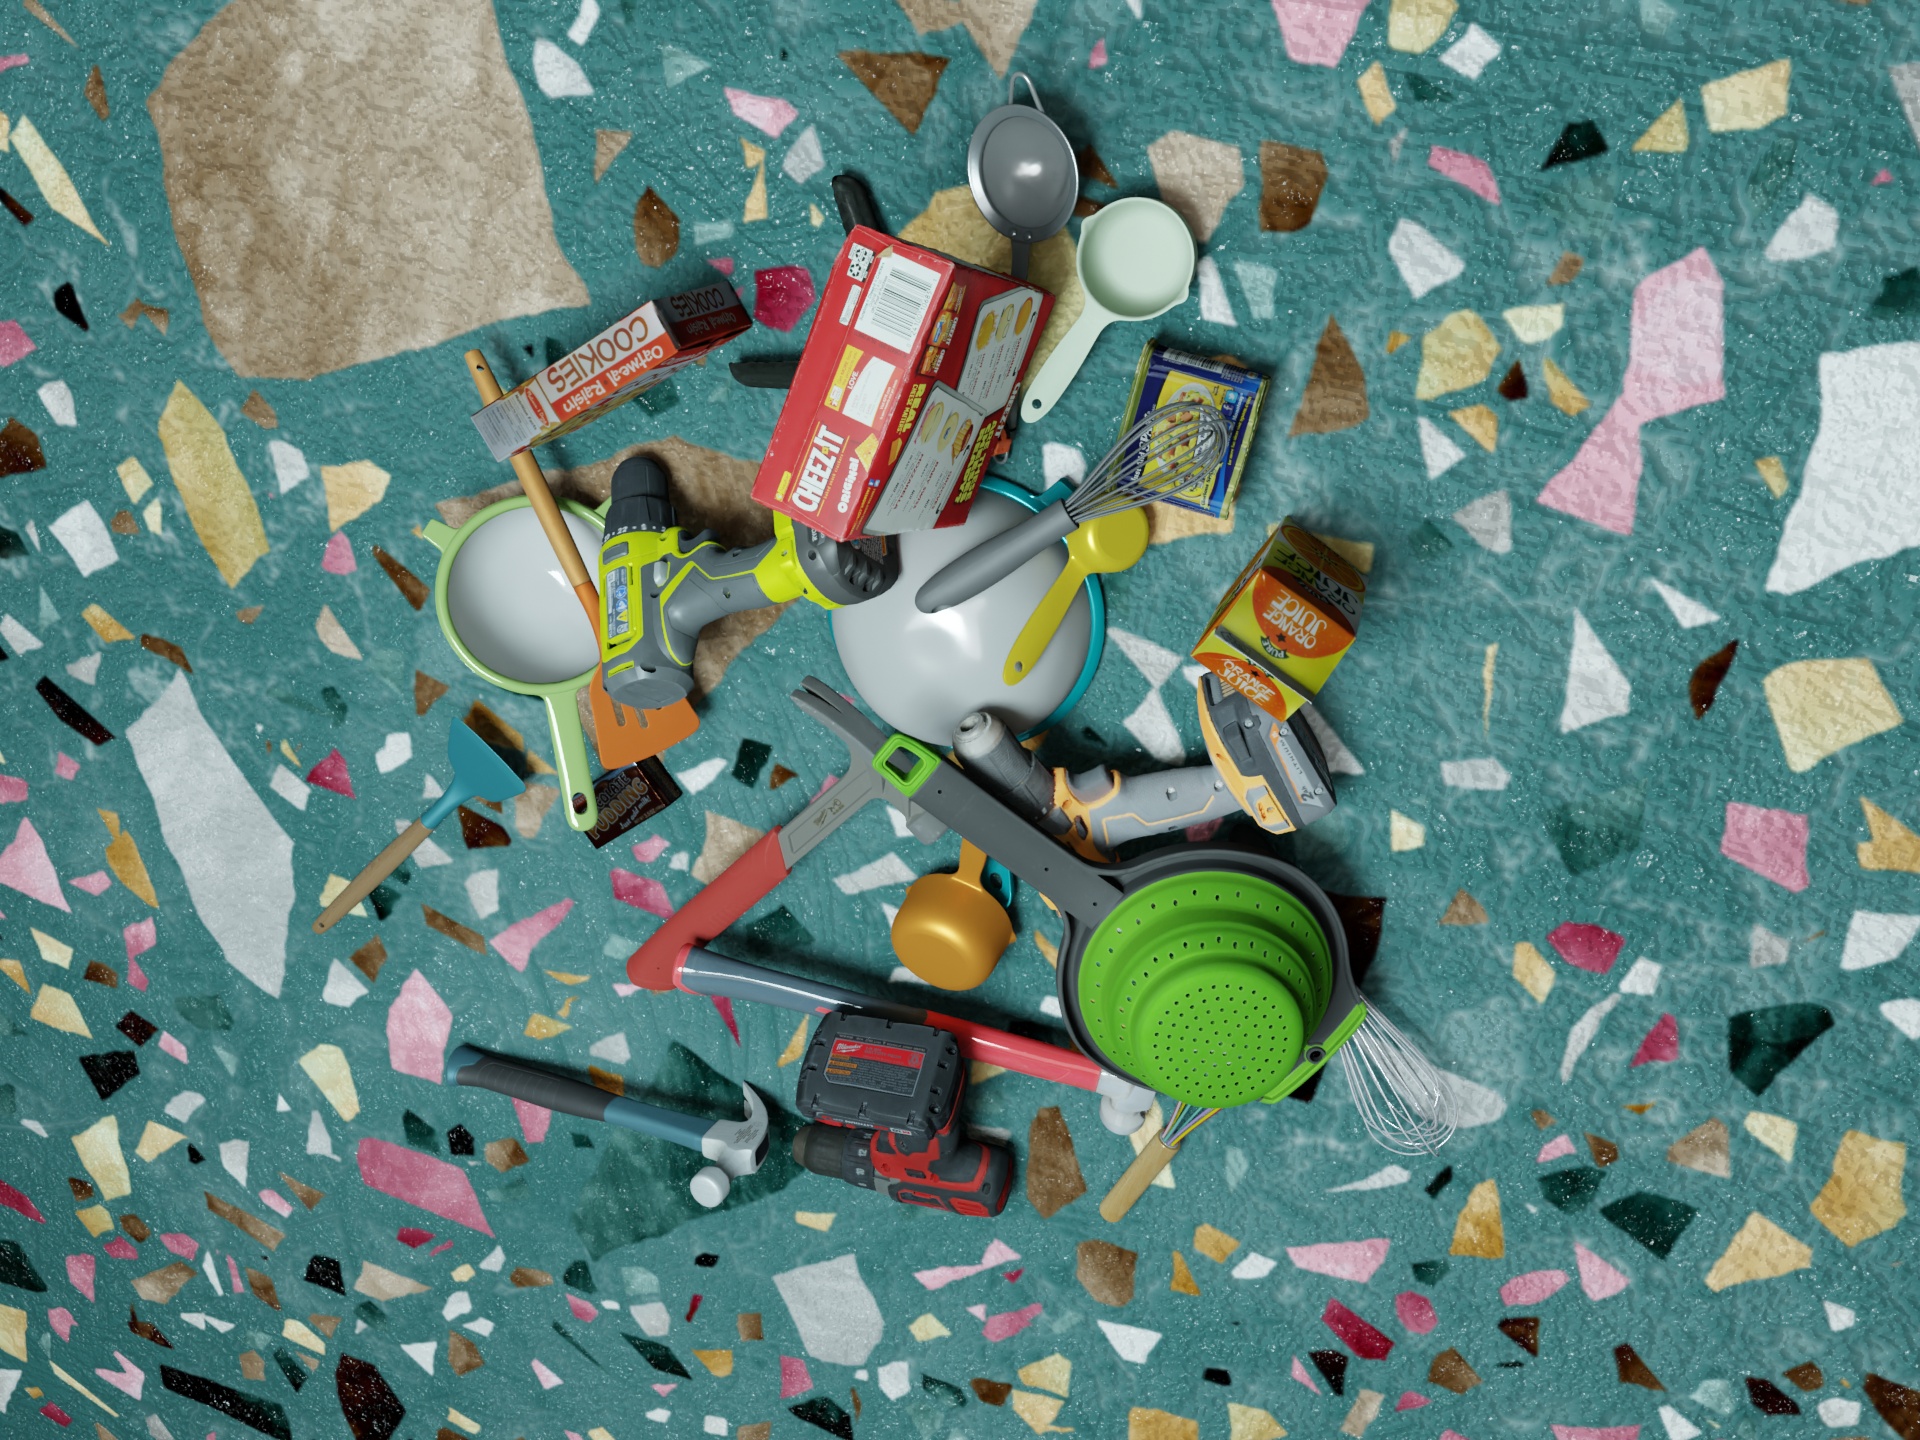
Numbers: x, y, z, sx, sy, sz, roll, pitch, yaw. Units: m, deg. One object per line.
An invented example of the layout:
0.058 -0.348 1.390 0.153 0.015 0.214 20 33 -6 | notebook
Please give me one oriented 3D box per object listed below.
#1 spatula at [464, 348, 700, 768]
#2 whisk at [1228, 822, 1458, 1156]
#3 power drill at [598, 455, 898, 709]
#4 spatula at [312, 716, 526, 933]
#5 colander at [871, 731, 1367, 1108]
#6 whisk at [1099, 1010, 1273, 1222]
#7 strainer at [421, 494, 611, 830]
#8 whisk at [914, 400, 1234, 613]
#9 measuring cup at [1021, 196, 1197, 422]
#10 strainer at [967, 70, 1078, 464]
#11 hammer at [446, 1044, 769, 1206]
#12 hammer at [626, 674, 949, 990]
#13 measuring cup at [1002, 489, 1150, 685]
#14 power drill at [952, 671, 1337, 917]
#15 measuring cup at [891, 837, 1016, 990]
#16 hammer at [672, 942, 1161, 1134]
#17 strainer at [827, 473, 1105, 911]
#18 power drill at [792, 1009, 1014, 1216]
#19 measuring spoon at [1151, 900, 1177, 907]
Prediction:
-0.292 -0.122 1.179 0.081 0.041 0.322 -26 95 -17 | spatula
0.274 0.196 1.157 0.070 0.070 0.284 -31 94 25 | whisk
-0.163 -0.129 1.116 0.228 0.080 0.191 -19 64 28 | power drill
-0.479 0.105 1.367 0.317 0.044 0.082 -39 99 27 | spatula
0.104 0.144 1.052 0.397 0.095 0.204 36 107 -13 | colander
0.174 0.312 1.246 0.047 0.051 0.245 43 123 21 | whisk
-0.314 -0.044 1.223 0.151 0.069 0.256 -11 97 -16 | strainer
0.069 -0.132 1.023 0.239 0.055 0.055 -30 99 18 | whisk
0.092 -0.267 1.047 0.083 0.038 0.167 37 118 1 | measuring cup
0.038 -0.293 1.052 0.087 0.050 0.258 24 123 29 | strainer
-0.311 0.333 1.373 0.331 0.128 0.033 9 112 24 | hammer
-0.165 0.112 1.237 0.149 0.037 0.359 44 127 -8 | hammer
0.077 -0.088 1.072 0.062 0.029 0.156 38 76 -25 | measuring cup
0.120 0.033 1.094 0.226 0.084 0.185 -25 124 19 | power drill
-0.005 0.139 1.189 0.095 0.052 0.173 23 140 11 | measuring cup
-0.036 0.227 1.226 0.386 0.038 0.143 14 142 7 | hammer
-0.002 -0.004 1.144 0.211 0.095 0.340 -1 109 18 | strainer
-0.064 0.319 1.260 0.188 0.080 0.226 6 144 17 | power drill
0.121 0.130 1.205 0.124 0.018 0.034 23 116 15 | measuring spoon
